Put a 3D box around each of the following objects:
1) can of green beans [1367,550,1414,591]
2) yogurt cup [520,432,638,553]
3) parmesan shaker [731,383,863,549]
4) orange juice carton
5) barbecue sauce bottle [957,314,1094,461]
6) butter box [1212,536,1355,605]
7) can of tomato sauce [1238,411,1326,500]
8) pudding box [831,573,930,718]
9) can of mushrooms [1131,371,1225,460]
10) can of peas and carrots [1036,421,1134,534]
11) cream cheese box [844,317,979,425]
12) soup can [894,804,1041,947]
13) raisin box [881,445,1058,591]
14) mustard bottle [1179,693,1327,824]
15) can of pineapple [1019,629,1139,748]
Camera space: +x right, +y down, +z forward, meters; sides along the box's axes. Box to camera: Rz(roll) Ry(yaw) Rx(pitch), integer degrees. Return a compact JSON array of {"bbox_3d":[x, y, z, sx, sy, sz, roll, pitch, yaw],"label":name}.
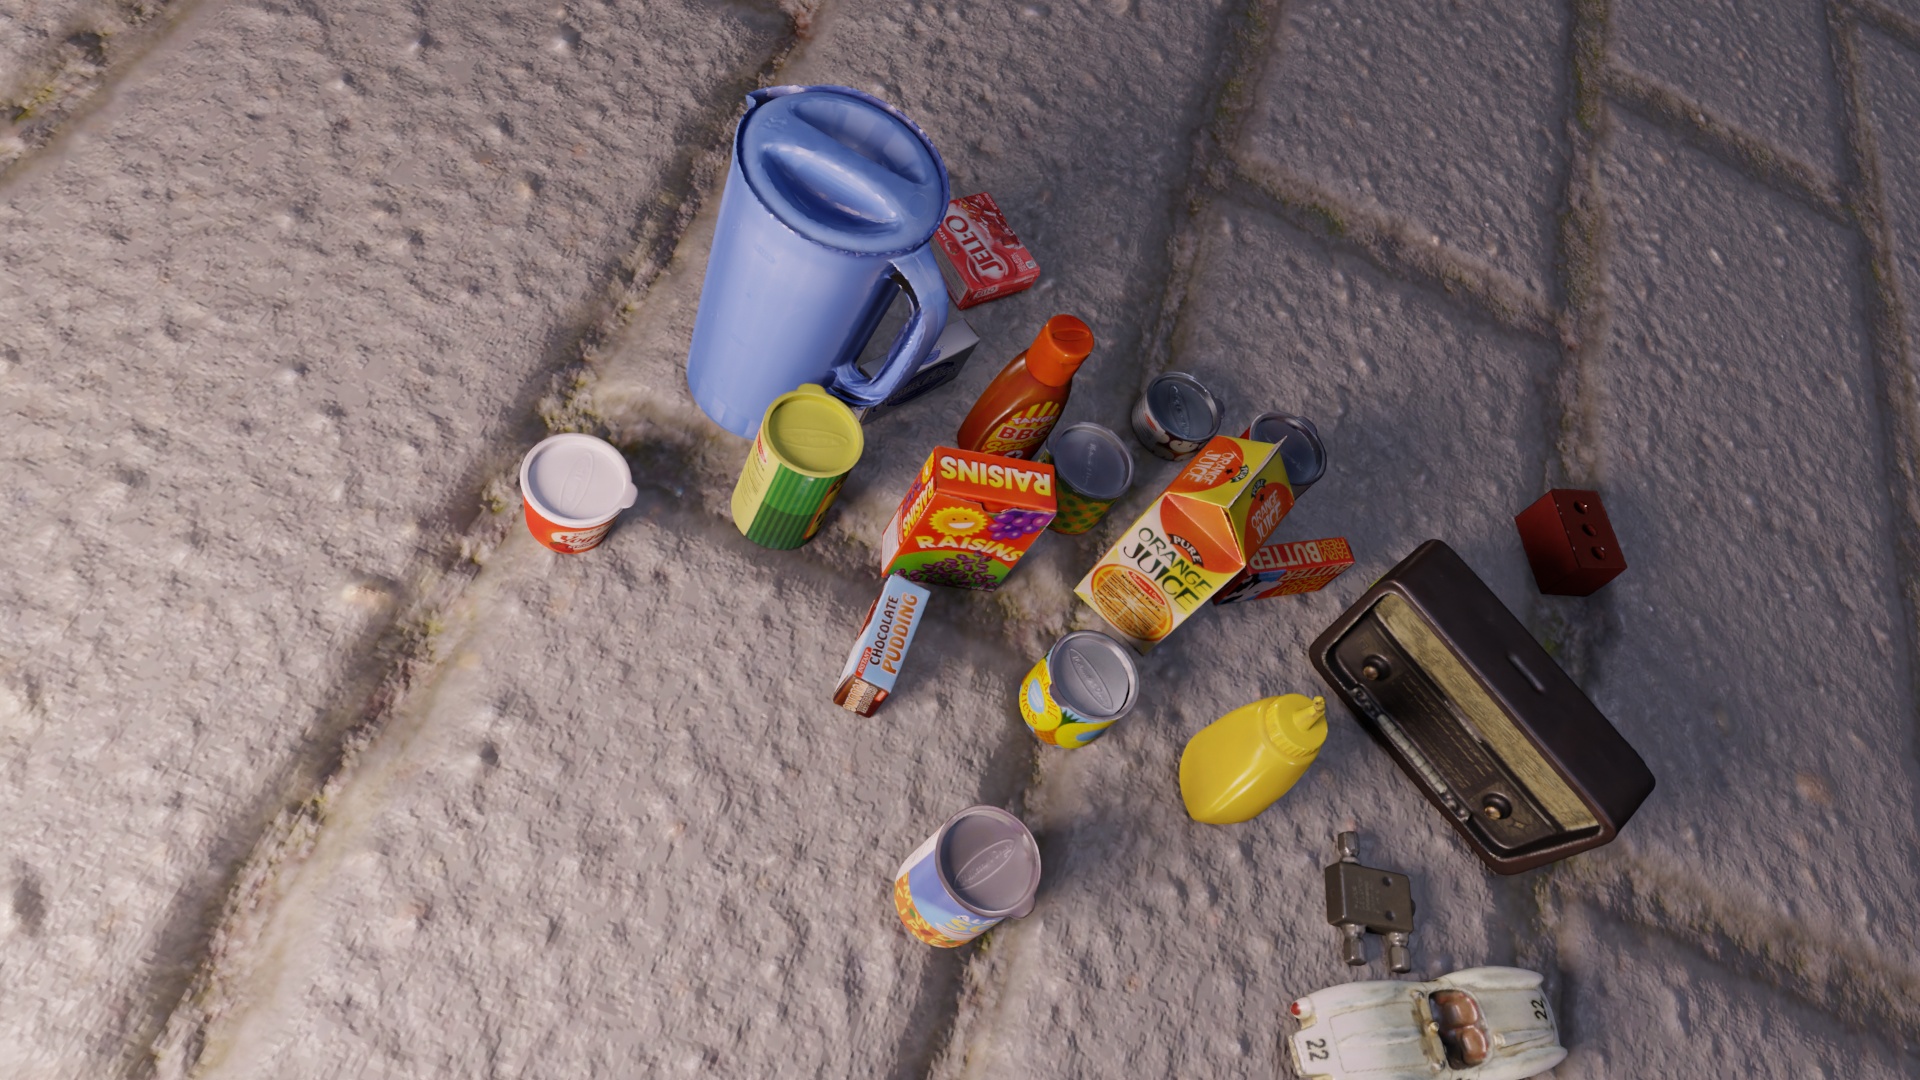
[{"bbox_3d":[0.363,0.046,1.095,0.071,0.057,0.071,10,58,-17],"label":"can of green beans"},{"bbox_3d":[-0.248,-0.027,0.890,0.072,0.053,0.073,10,58,-17],"label":"yogurt cup"},{"bbox_3d":[-0.110,-0.047,0.928,0.071,0.102,0.071,10,59,-17],"label":"parmesan shaker"},{"bbox_3d":[0.160,-0.003,0.958,0.073,0.191,0.072,43,55,5],"label":"orange juice carton"},{"bbox_3d":[0.050,-0.105,1.000,0.065,0.147,0.044,-7,65,-25],"label":"barbecue sauce bottle"},{"bbox_3d":[0.245,0.023,1.063,0.104,0.053,0.024,-6,65,-25],"label":"butter box"},{"bbox_3d":[0.235,-0.053,1.085,0.071,0.082,0.071,10,59,-17],"label":"can of tomato sauce"},{"bbox_3d":[-0.052,0.069,0.917,0.030,0.049,0.084,26,55,-7],"label":"pudding box"},{"bbox_3d":[0.175,-0.099,1.117,0.071,0.033,0.071,10,58,-17],"label":"can of mushrooms"},{"bbox_3d":[0.085,-0.046,1.035,0.071,0.058,0.071,10,58,-17],"label":"can of peas and carrots"},{"bbox_3d":[-0.037,-0.126,1.034,0.104,0.053,0.024,-30,76,-33],"label":"cream cheese box"},{"bbox_3d":[0.004,0.207,0.839,0.071,0.083,0.071,10,59,-17],"label":"soup can"},{"bbox_3d":[0.003,-0.012,0.941,0.086,0.122,0.040,9,59,-17],"label":"raisin box"},{"bbox_3d":[0.199,0.138,0.912,0.049,0.159,0.065,5,60,-19],"label":"mustard bottle"},{"bbox_3d":[0.078,0.102,0.946,0.071,0.057,0.071,10,58,-17],"label":"can of pineapple"}]
